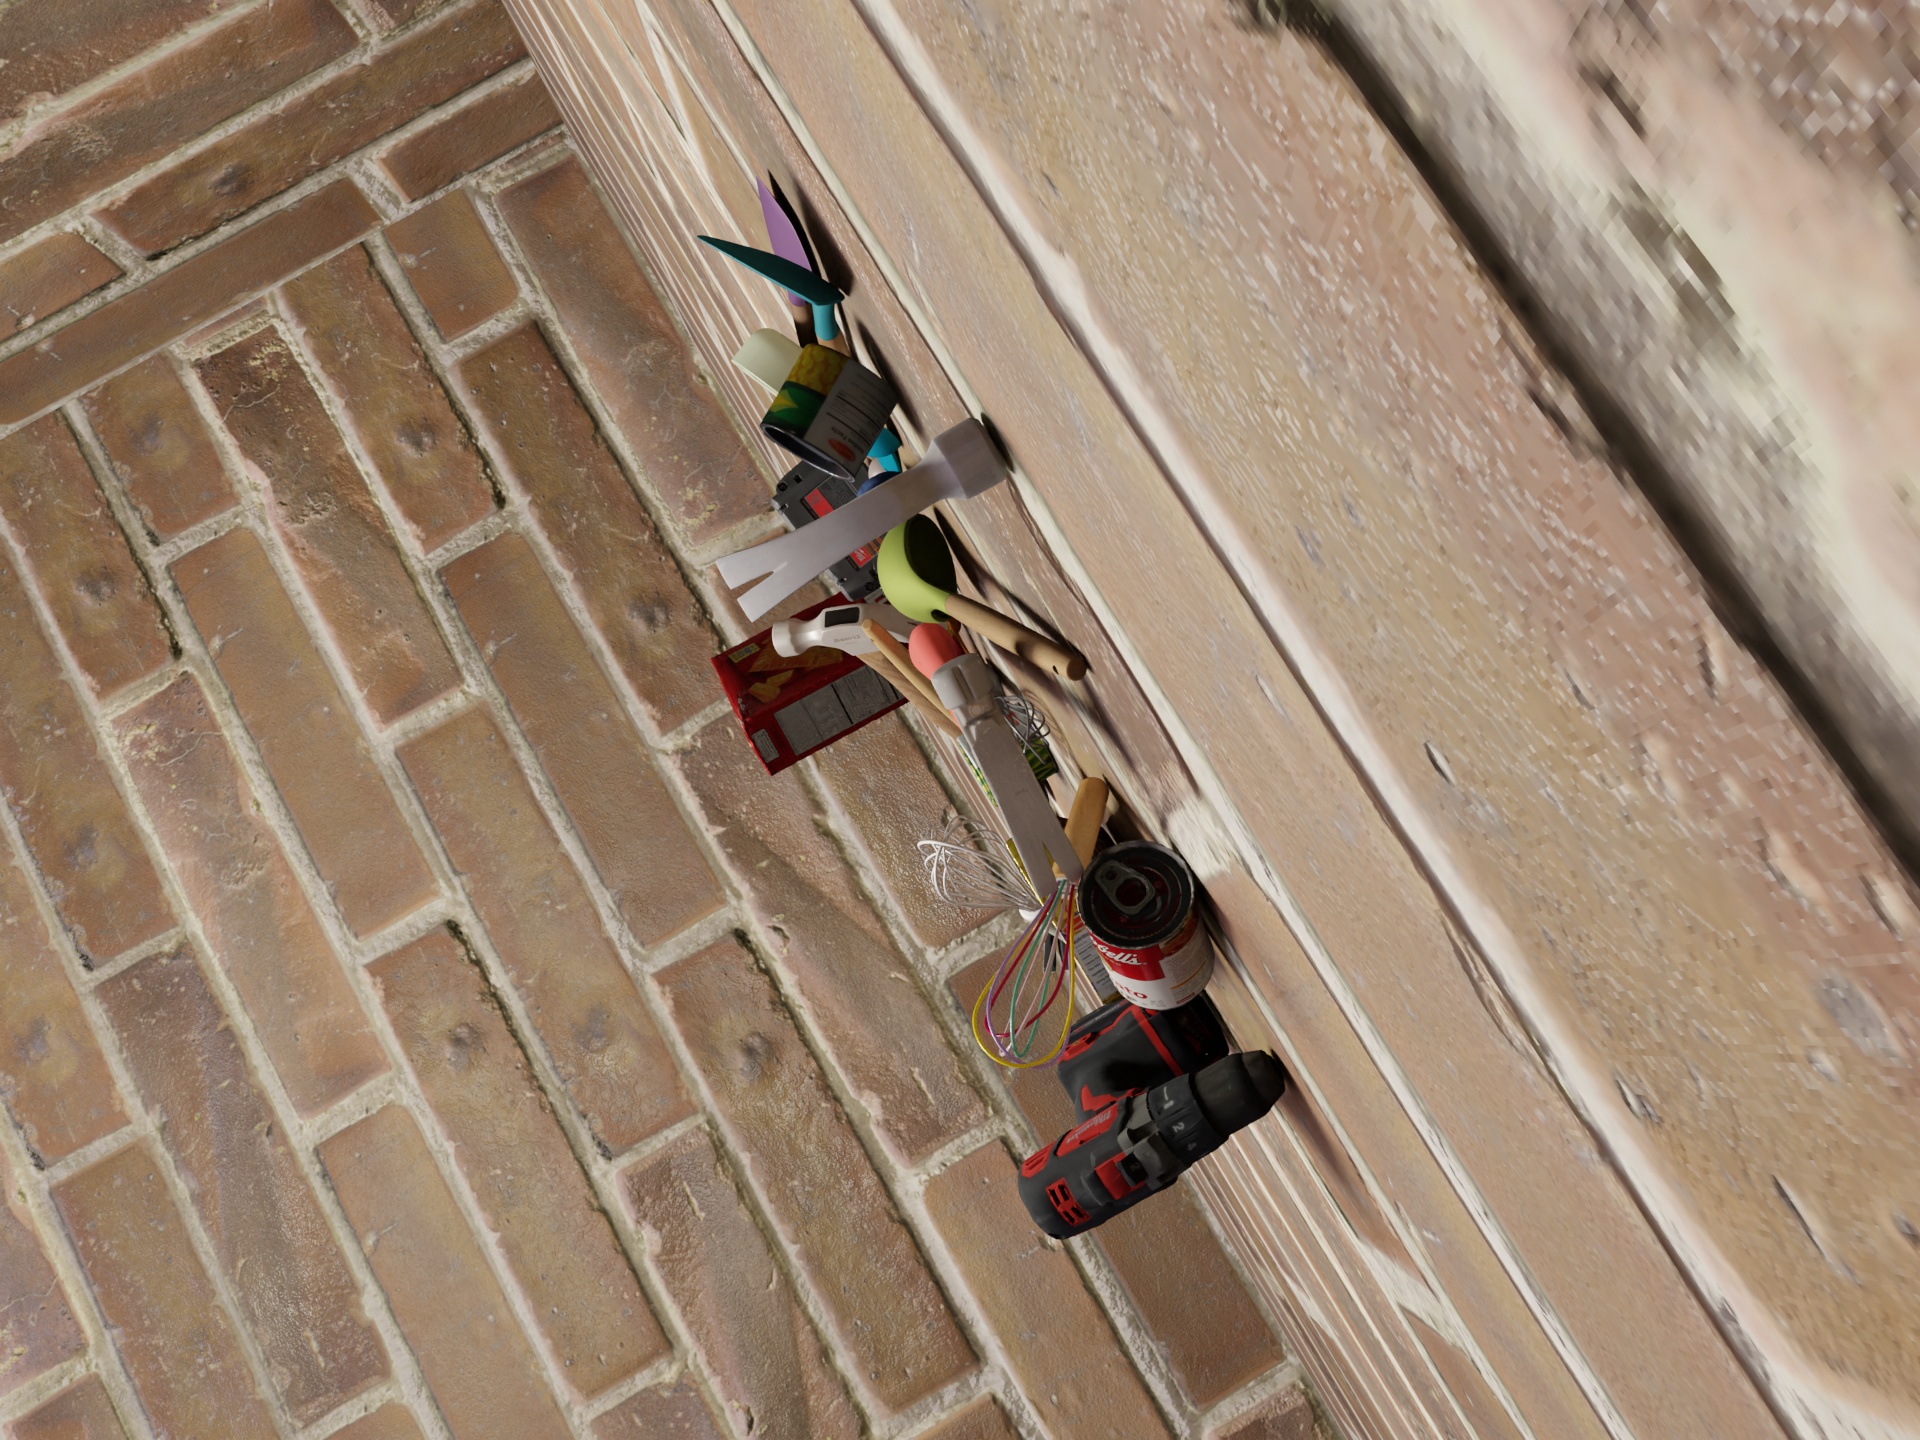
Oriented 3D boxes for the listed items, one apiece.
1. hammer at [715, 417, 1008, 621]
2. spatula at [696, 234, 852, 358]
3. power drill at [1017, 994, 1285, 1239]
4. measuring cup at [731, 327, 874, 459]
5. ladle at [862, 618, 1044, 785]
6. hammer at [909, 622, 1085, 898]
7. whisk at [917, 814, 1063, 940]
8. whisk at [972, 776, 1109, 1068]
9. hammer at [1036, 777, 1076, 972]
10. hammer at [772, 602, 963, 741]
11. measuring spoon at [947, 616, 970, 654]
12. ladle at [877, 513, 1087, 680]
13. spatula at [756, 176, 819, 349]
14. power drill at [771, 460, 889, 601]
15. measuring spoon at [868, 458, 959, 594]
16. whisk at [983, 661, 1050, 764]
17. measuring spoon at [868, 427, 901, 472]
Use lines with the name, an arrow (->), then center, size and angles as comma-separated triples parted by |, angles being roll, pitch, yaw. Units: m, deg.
hammer -> -0.053, -0.124, 0.932 | 0.035, 0.144, 0.405 | 60, -177, -9
spatula -> -0.090, -0.234, 1.033 | 0.082, 0.044, 0.317 | 31, 172, 11
power drill -> 0.138, 0.253, 1.101 | 0.080, 0.188, 0.227 | 55, -165, -4
measuring cup -> -0.100, -0.237, 1.171 | 0.083, 0.038, 0.167 | 38, -174, 32
ladle -> -0.002, -0.004, 1.348 | 0.069, 0.031, 0.315 | 25, 168, 38
hammer -> 0.007, -0.004, 1.072 | 0.149, 0.036, 0.359 | 64, 179, -15
whisk -> 0.048, 0.124, 1.100 | 0.059, 0.058, 0.246 | 4, 160, 35
whisk -> 0.055, 0.112, 0.953 | 0.051, 0.047, 0.245 | 65, -152, -29
hammer -> 0.067, 0.116, 1.310 | 0.408, 0.036, 0.149 | 70, -168, -74
hammer -> -0.027, -0.023, 1.401 | 0.331, 0.130, 0.031 | 41, -135, -57
measuring spoon -> 0.020, -0.044, 1.367 | 0.116, 0.011, 0.021 | 57, 178, -19
ladle -> 0.017, -0.073, 0.995 | 0.078, 0.062, 0.320 | 67, 167, -22
spatula -> -0.108, -0.282, 1.106 | 0.060, 0.018, 0.316 | 55, 175, 7
power drill -> -0.091, -0.164, 1.348 | 0.143, 0.078, 0.220 | 51, -179, -7
measuring spoon -> -0.038, -0.147, 1.227 | 0.124, 0.018, 0.034 | 59, 176, -7
whisk -> 0.030, -0.010, 1.232 | 0.055, 0.055, 0.239 | 61, -179, -17
measuring spoon -> -0.060, -0.185, 1.118 | 0.042, 0.021, 0.128 | 35, 176, 8
